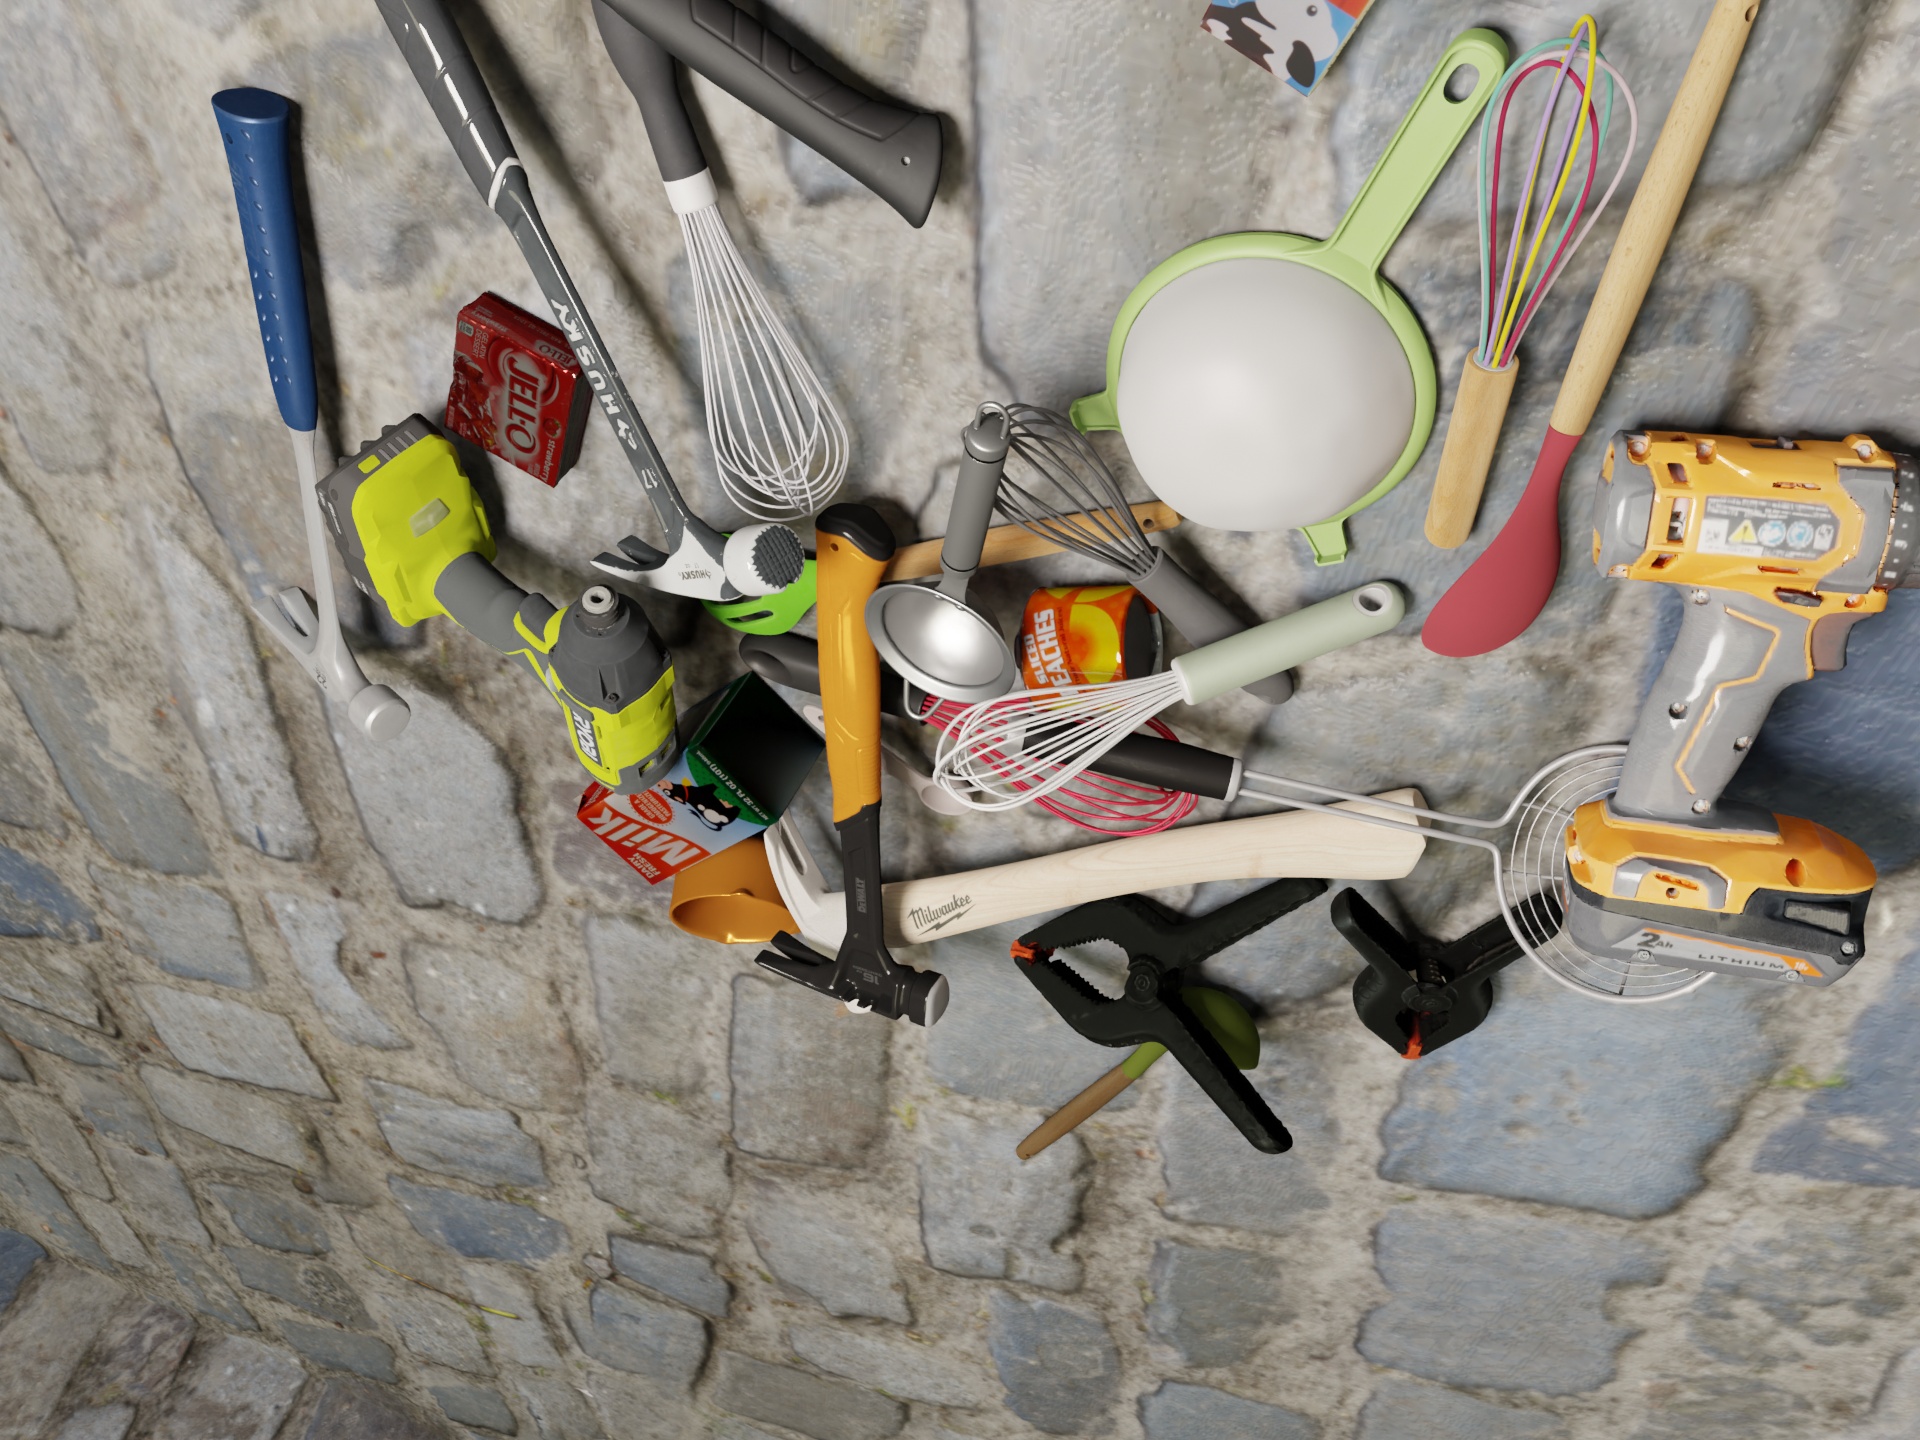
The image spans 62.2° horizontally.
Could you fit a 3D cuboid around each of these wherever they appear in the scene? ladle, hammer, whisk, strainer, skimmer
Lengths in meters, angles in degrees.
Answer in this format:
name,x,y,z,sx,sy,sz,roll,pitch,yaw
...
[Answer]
name,x,y,z,sx,sy,sz,roll,pitch,yaw
ladle,0.258,-0.144,0.651,0.031,0.069,0.315,53,148,39
hammer,-0.151,-0.313,0.670,0.334,0.035,0.146,31,99,-12
ladle,0.107,0.265,1.115,0.078,0.062,0.320,17,143,-15
whisk,0.220,-0.162,0.645,0.051,0.047,0.244,-17,140,-13
hammer,-0.067,0.031,0.921,0.127,0.034,0.336,15,125,22
whisk,-0.001,-0.003,0.915,0.296,0.073,0.073,18,137,21
hammer,-0.398,-0.172,0.952,0.144,0.035,0.405,37,138,26
hammer,0.070,0.085,0.948,0.410,0.038,0.146,-14,113,30
strainer,0.001,-0.074,0.760,0.087,0.050,0.258,27,155,5
whisk,0.101,-0.015,0.778,0.246,0.058,0.059,-21,153,2
skimmer,0.198,0.048,0.795,0.363,0.090,0.127,12,100,4
strainer,0.147,-0.163,0.667,0.151,0.069,0.256,29,139,0
whisk,0.089,-0.075,0.781,0.055,0.055,0.238,-23,131,41
hammer,-0.211,-0.238,0.767,0.149,0.036,0.408,1,123,48
whisk,-0.117,-0.224,0.764,0.070,0.070,0.284,1,126,27

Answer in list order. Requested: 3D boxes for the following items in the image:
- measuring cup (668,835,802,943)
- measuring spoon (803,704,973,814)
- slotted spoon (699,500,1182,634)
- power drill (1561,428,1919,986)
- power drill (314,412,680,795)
name,x,y,z,sx,sy,sz,roll,pitch,yaw
measuring cup,-0.112,0.118,1.100,0.173,0.052,0.095,6,151,-12
measuring spoon,-0.042,0.020,0.970,0.124,0.018,0.034,33,142,-20
slotted spoon,-0.027,-0.088,0.865,0.314,0.031,0.070,-6,124,31
power drill,0.354,-0.006,0.668,0.185,0.084,0.226,6,110,15
power drill,-0.255,-0.070,0.905,0.223,0.080,0.171,37,154,15
